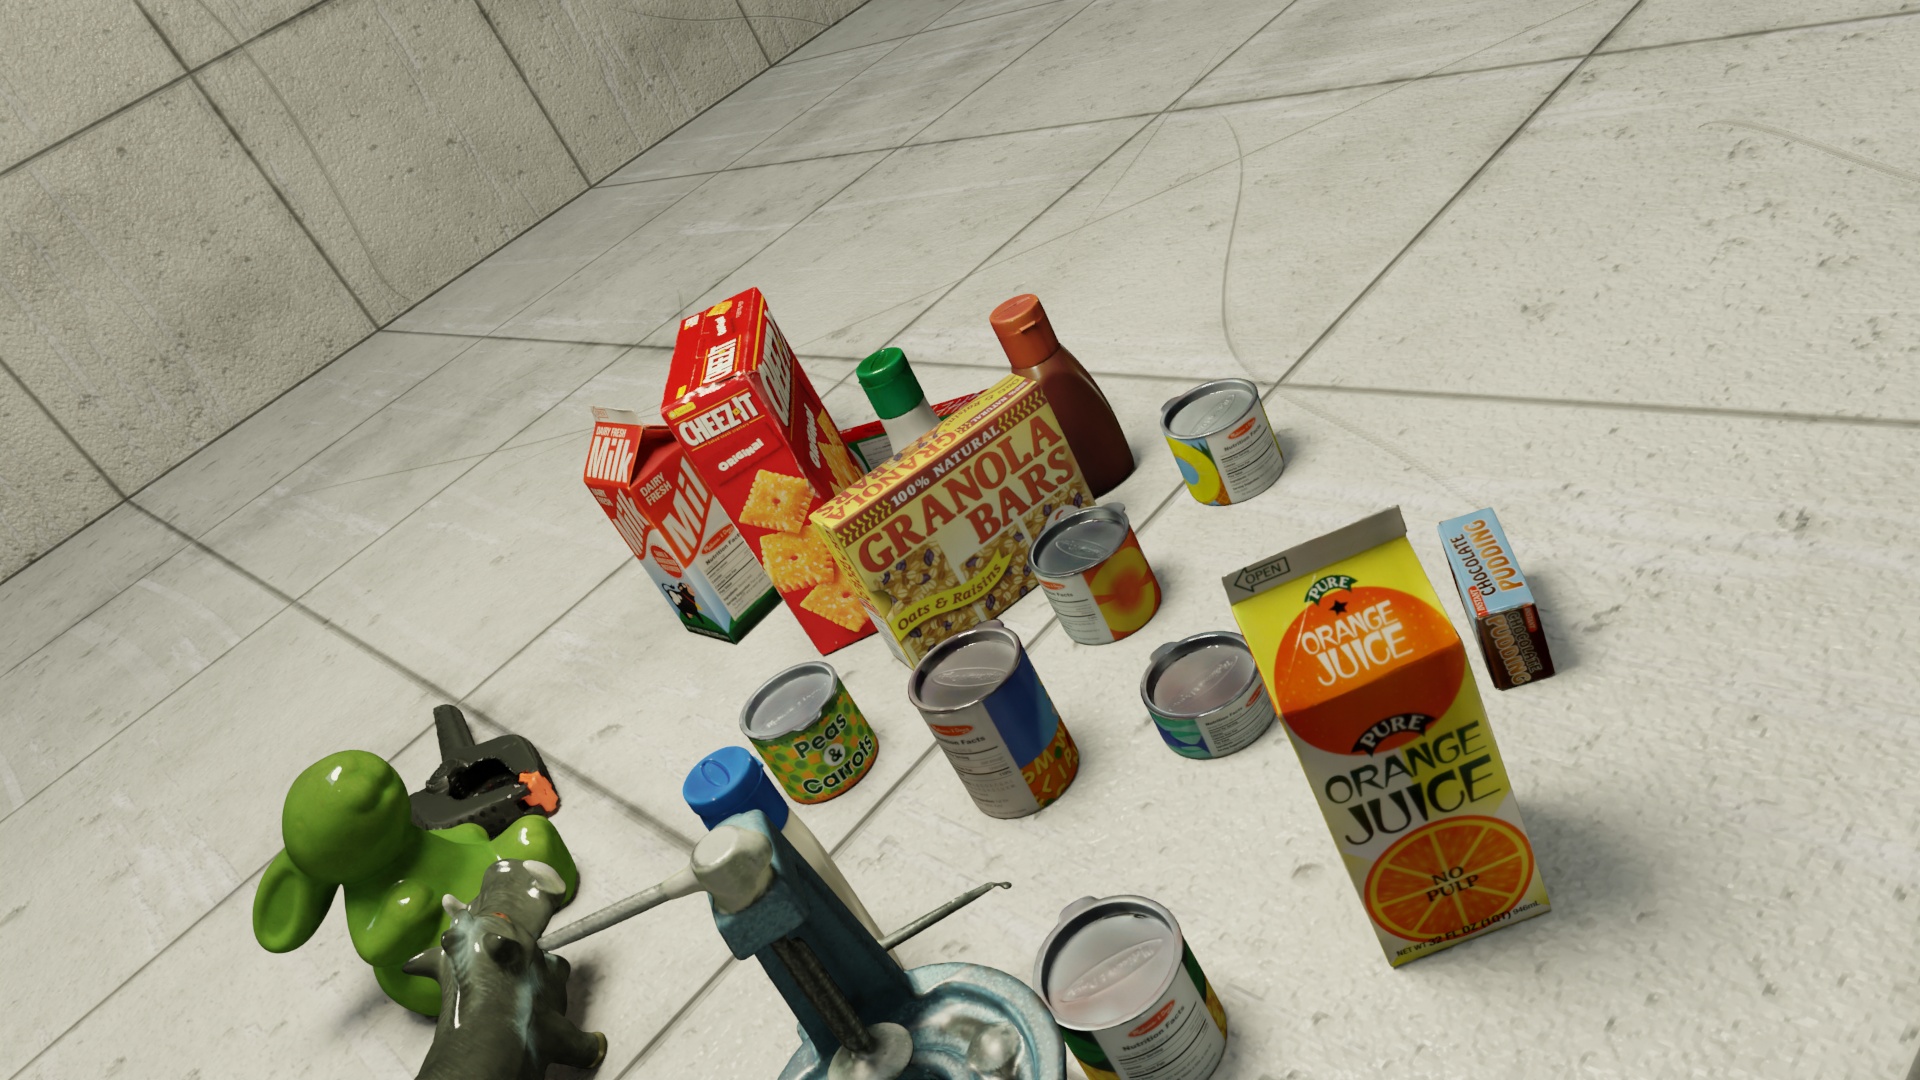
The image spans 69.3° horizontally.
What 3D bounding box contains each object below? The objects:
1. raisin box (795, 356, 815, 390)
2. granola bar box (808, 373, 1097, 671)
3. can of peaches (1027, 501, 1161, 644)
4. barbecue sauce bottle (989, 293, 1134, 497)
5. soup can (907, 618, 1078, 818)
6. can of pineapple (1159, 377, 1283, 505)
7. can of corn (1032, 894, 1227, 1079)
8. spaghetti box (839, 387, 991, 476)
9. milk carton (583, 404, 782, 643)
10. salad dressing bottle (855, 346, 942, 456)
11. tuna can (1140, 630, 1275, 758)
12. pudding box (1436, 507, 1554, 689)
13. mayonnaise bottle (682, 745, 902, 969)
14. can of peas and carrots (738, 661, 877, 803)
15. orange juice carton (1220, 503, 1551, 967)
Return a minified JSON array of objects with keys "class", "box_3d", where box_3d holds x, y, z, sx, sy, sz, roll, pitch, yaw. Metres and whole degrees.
[{"class":"raisin box","box_3d":[-0.146,-0.116,1.193,0.040,0.123,0.086,-35,30,-12]},{"class":"granola bar box","box_3d":[0.003,-0.011,0.899,0.166,0.123,0.039,-37,30,-15]},{"class":"can of peaches","box_3d":[0.084,0.020,0.848,0.071,0.058,0.071,-21,30,13]},{"class":"barbecue sauce bottle","box_3d":[0.066,-0.098,0.958,0.065,0.148,0.044,-30,29,-3]},{"class":"soup can","box_3d":[0.020,0.097,0.754,0.071,0.083,0.072,-21,30,13]},{"class":"can of pineapple","box_3d":[0.171,-0.065,0.909,0.071,0.057,0.071,-21,30,13]},{"class":"can of corn","box_3d":[0.071,0.192,0.585,0.071,0.058,0.071,-21,30,13]},{"class":"spaghetti box","box_3d":[-0.013,-0.082,1.102,0.250,0.050,0.029,-13,32,25]},{"class":"milk carton","box_3d":[-0.208,-0.021,1.026,0.072,0.190,0.074,9,46,48]},{"class":"salad dressing bottle","box_3d":[-0.026,-0.067,0.989,0.044,0.147,0.064,-14,32,25]},{"class":"tuna can","box_3d":[0.130,0.081,0.738,0.071,0.032,0.071,-21,30,13]},{"class":"pudding box","box_3d":[0.265,0.027,0.691,0.030,0.049,0.084,-19,30,17]},{"class":"mayonnaise bottle","box_3d":[-0.082,0.163,0.670,0.041,0.147,0.065,-39,30,-18]},{"class":"can of peas and carrots","box_3d":[-0.090,0.117,0.842,0.071,0.058,0.071,-21,30,13]},{"class":"orange juice carton","box_3d":[0.167,0.073,0.554,0.072,0.192,0.073,-24,29,9]}]
